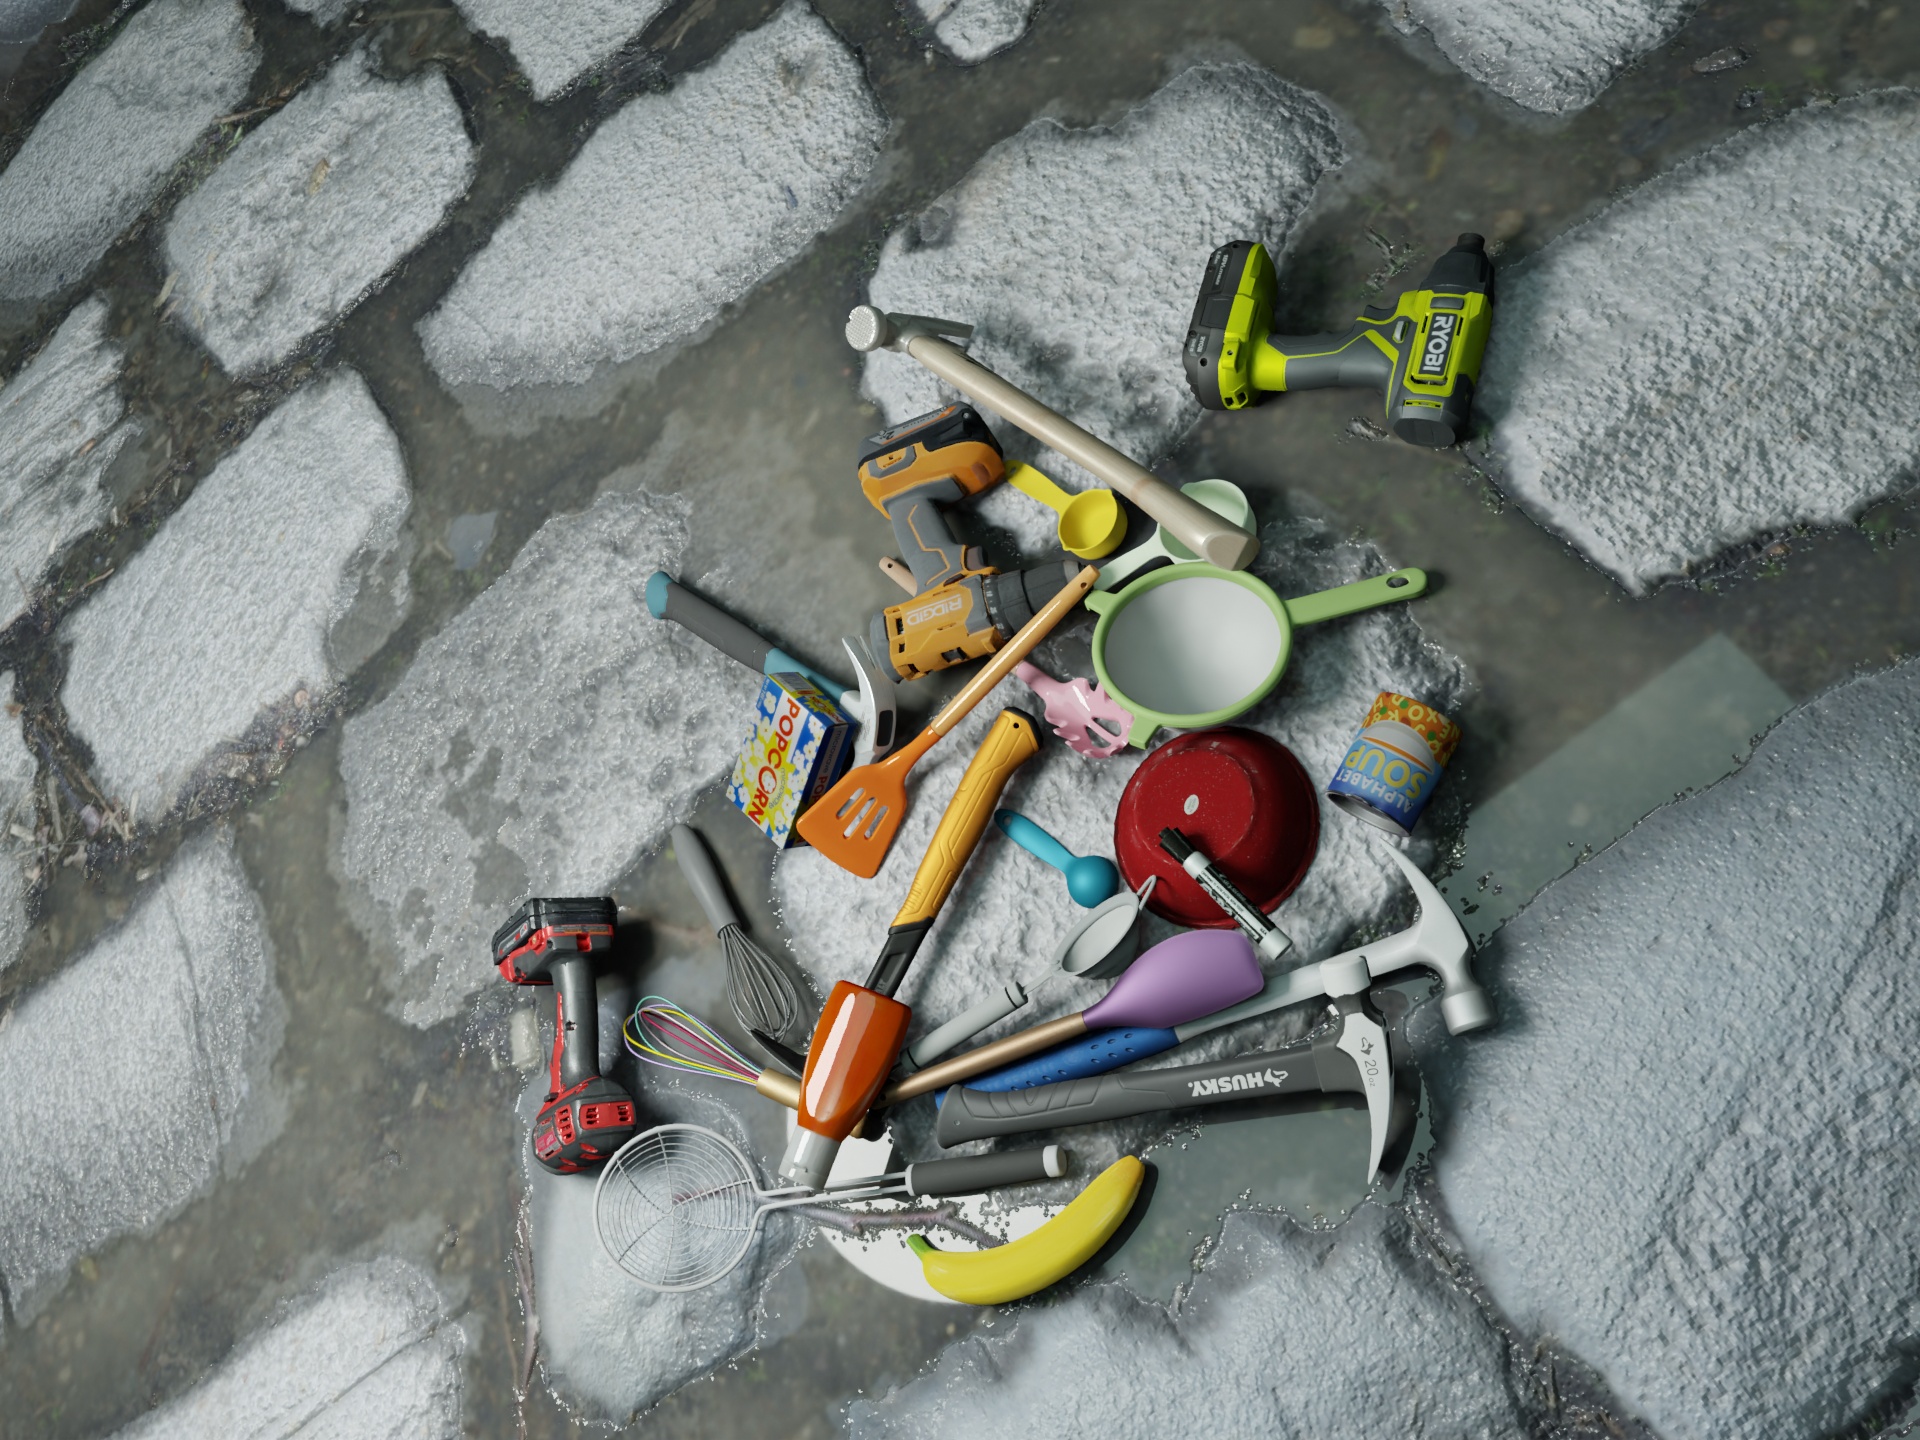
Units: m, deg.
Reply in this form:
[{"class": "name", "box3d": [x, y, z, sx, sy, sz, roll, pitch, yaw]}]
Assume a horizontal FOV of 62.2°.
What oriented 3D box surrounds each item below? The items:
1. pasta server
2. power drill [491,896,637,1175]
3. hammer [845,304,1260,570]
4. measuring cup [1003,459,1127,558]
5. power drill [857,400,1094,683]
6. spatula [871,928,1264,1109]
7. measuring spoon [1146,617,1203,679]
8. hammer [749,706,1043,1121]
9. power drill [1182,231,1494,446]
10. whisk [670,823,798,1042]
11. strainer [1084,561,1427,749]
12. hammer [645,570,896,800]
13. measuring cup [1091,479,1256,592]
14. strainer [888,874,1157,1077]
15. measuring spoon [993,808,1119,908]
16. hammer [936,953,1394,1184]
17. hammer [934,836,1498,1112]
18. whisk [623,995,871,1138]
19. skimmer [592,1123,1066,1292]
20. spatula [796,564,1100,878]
[{"class": "pasta server", "box3d": [0.031, -0.061, 1.323, 0.060, 0.040, 0.316, -47, 56, -6]}, {"class": "power drill", "box3d": [-0.334, 0.269, 1.340, 0.143, 0.078, 0.220, -39, 57, 47]}, {"class": "hammer", "box3d": [0.085, -0.238, 1.310, 0.411, 0.146, 0.038, 39, 119, 30]}, {"class": "measuring cup", "box3d": [0.086, -0.185, 1.357, 0.062, 0.029, 0.157, -53, 46, 5]}, {"class": "power drill", "box3d": [0.007, -0.155, 1.329, 0.185, 0.084, 0.226, -18, 59, 16]}, {"class": "spatula", "box3d": [0.068, 0.225, 1.158, 0.316, 0.018, 0.060, -25, 75, 18]}, {"class": "measuring spoon", "box3d": [0.183, -0.082, 1.269, 0.021, 0.011, 0.117, 32, 86, 32]}, {"class": "hammer", "box3d": [-0.035, 0.137, 1.256, 0.127, 0.034, 0.337, 28, 83, 6]}, {"class": "power drill", "box3d": [0.304, -0.312, 1.264, 0.223, 0.080, 0.171, 11, 77, 26]}, {"class": "whisk", "box3d": [-0.197, 0.175, 1.342, 0.055, 0.055, 0.239, -39, 55, 8]}, {"class": "strainer", "box3d": [0.230, -0.058, 1.216, 0.256, 0.069, 0.152, -16, 54, 2]}, {"class": "hammer", "box3d": [-0.175, -0.056, 1.410, 0.331, 0.033, 0.128, 30, 115, 37]}, {"class": "measuring cup", "box3d": [0.162, -0.129, 1.282, 0.167, 0.038, 0.083, -30, 52, 17]}, {"class": "strainer", "box3d": [0.050, 0.202, 1.191, 0.258, 0.087, 0.050, -33, 103, 10]}, {"class": "measuring spoon", "box3d": [0.069, 0.102, 1.248, 0.129, 0.021, 0.042, 34, 88, 33]}, {"class": "hammer", "box3d": [0.136, 0.264, 1.111, 0.335, 0.035, 0.146, -14, 89, 21]}, {"class": "hammer", "box3d": [0.165, 0.211, 1.148, 0.405, 0.035, 0.144, -23, 65, 18]}, {"class": "whisk", "box3d": [-0.175, 0.281, 1.294, 0.245, 0.047, 0.051, 18, 91, 27]}, {"class": "skimmer", "box3d": [-0.103, 0.352, 1.197, 0.363, 0.090, 0.127, -14, 65, 21]}, {"class": "spatula", "box3d": [-0.002, -0.004, 1.275, 0.322, 0.081, 0.041, -46, 19, 19]}]
